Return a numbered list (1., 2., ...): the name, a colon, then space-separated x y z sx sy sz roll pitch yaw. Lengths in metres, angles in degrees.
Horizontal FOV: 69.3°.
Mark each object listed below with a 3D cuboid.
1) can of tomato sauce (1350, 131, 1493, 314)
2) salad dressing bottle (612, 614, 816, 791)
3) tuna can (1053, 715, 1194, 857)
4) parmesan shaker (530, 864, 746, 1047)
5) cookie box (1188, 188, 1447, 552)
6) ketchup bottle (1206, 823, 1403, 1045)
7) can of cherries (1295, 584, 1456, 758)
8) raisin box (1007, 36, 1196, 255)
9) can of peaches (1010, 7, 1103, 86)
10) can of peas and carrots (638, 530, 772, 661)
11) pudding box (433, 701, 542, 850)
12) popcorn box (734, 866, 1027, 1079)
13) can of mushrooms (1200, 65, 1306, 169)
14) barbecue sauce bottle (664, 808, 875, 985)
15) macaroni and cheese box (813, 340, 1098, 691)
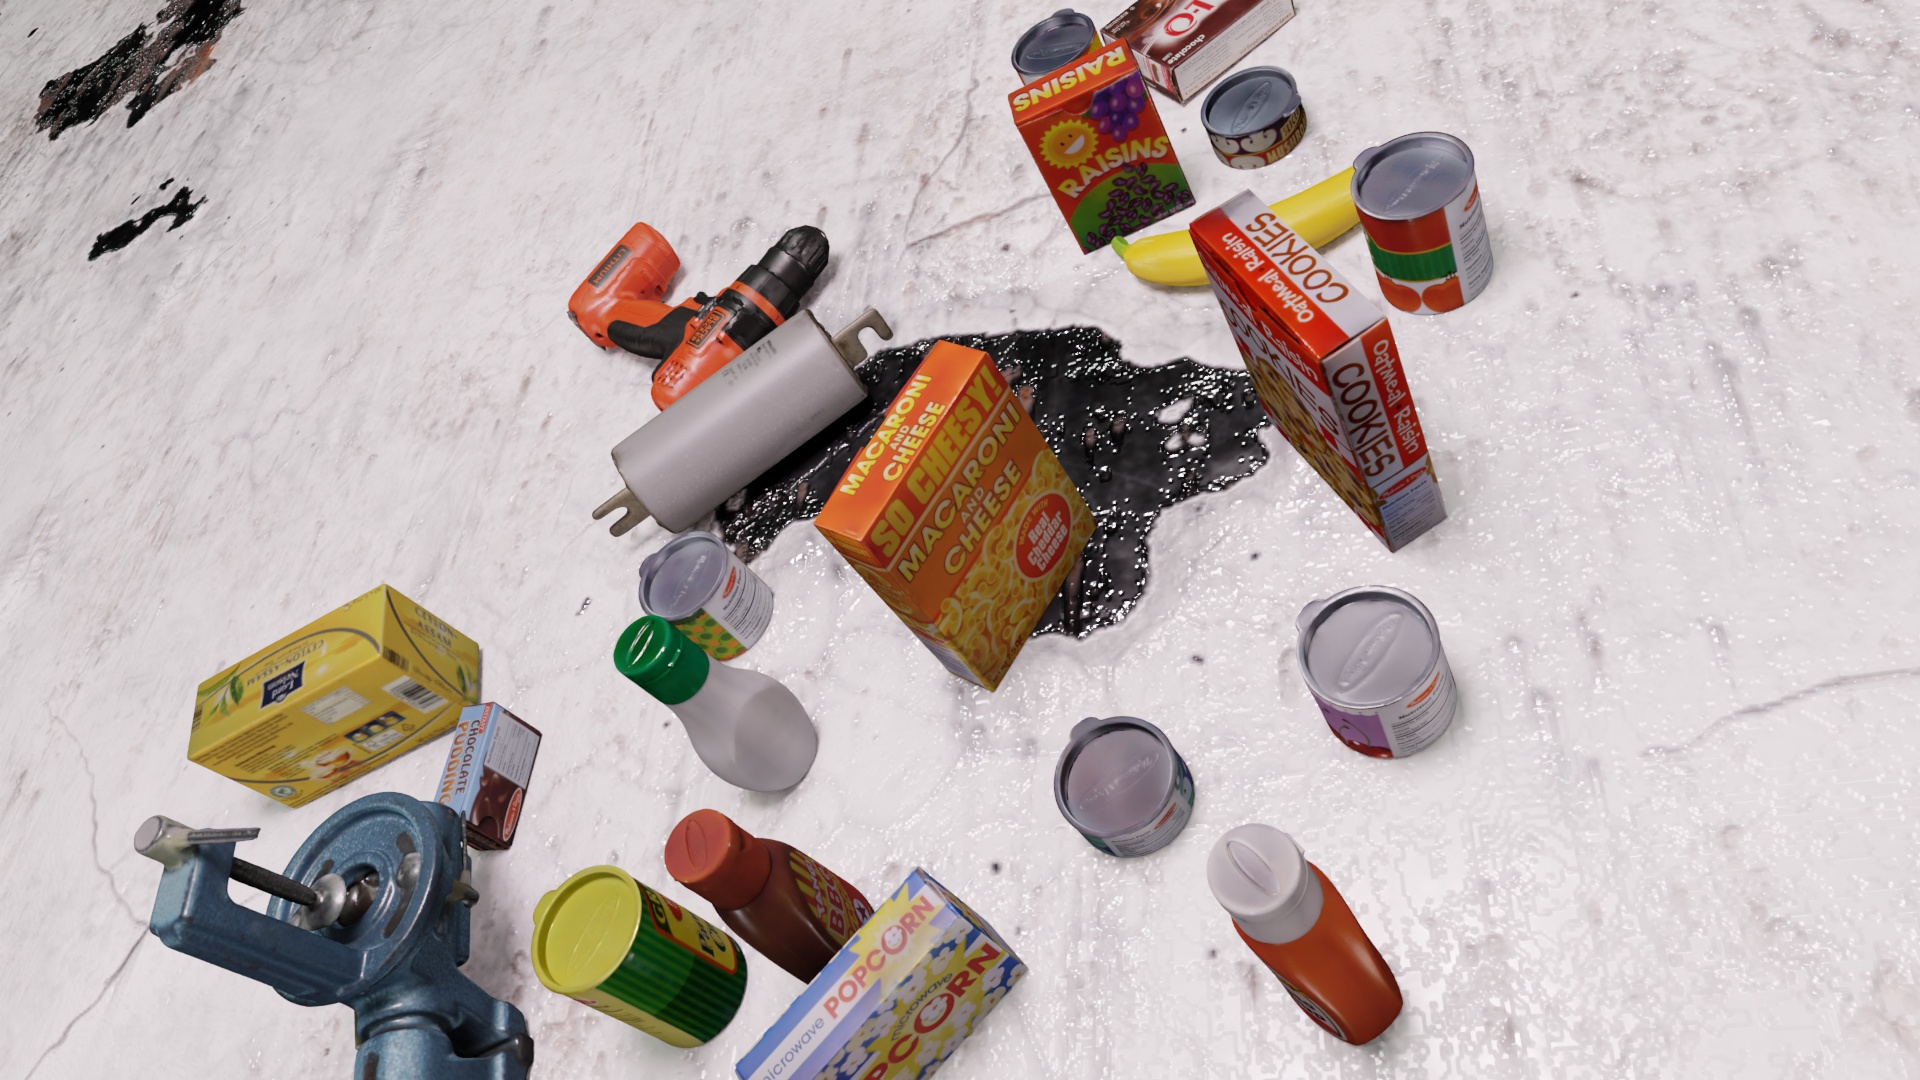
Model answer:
1. can of tomato sauce: 0.264 -0.181 0.797 0.071 0.083 0.071 -15 52 20
2. salad dressing bottle: -0.136 0.092 0.780 0.044 0.147 0.064 9 63 34
3. tuna can: 0.083 0.125 0.711 0.071 0.032 0.071 -15 52 20
4. parmesan shaker: -0.169 0.220 0.735 0.071 0.102 0.071 -15 52 20
5. cookie box: 0.184 -0.085 0.715 0.040 0.167 0.123 -34 48 4
6. ketchup bottle: 0.141 0.160 0.575 0.043 0.148 0.065 -42 48 -3
7. can of cherries: 0.201 0.063 0.673 0.071 0.058 0.072 -15 52 20
8. raisin box: 0.094 -0.258 0.920 0.086 0.123 0.040 -22 50 14
9. can of peaches: 0.080 -0.352 1.040 0.071 0.058 0.071 -15 52 20
10. can of peas and carrots: -0.165 0.036 0.896 0.071 0.058 0.071 -15 52 20
11. pudding box: -0.306 0.152 0.897 0.030 0.049 0.084 -11 53 23
12. popcorn box: -0.036 0.228 0.667 0.127 0.085 0.038 -46 48 -8
13. can of mushrooms: 0.201 -0.286 0.942 0.071 0.033 0.071 -15 52 20
14. barbecue sauce bottle: -0.091 0.179 0.691 0.043 0.148 0.065 -31 48 7
15. macaroni and cheese box: 0.003 -0.010 0.763 0.040 0.166 0.124 19 69 38
